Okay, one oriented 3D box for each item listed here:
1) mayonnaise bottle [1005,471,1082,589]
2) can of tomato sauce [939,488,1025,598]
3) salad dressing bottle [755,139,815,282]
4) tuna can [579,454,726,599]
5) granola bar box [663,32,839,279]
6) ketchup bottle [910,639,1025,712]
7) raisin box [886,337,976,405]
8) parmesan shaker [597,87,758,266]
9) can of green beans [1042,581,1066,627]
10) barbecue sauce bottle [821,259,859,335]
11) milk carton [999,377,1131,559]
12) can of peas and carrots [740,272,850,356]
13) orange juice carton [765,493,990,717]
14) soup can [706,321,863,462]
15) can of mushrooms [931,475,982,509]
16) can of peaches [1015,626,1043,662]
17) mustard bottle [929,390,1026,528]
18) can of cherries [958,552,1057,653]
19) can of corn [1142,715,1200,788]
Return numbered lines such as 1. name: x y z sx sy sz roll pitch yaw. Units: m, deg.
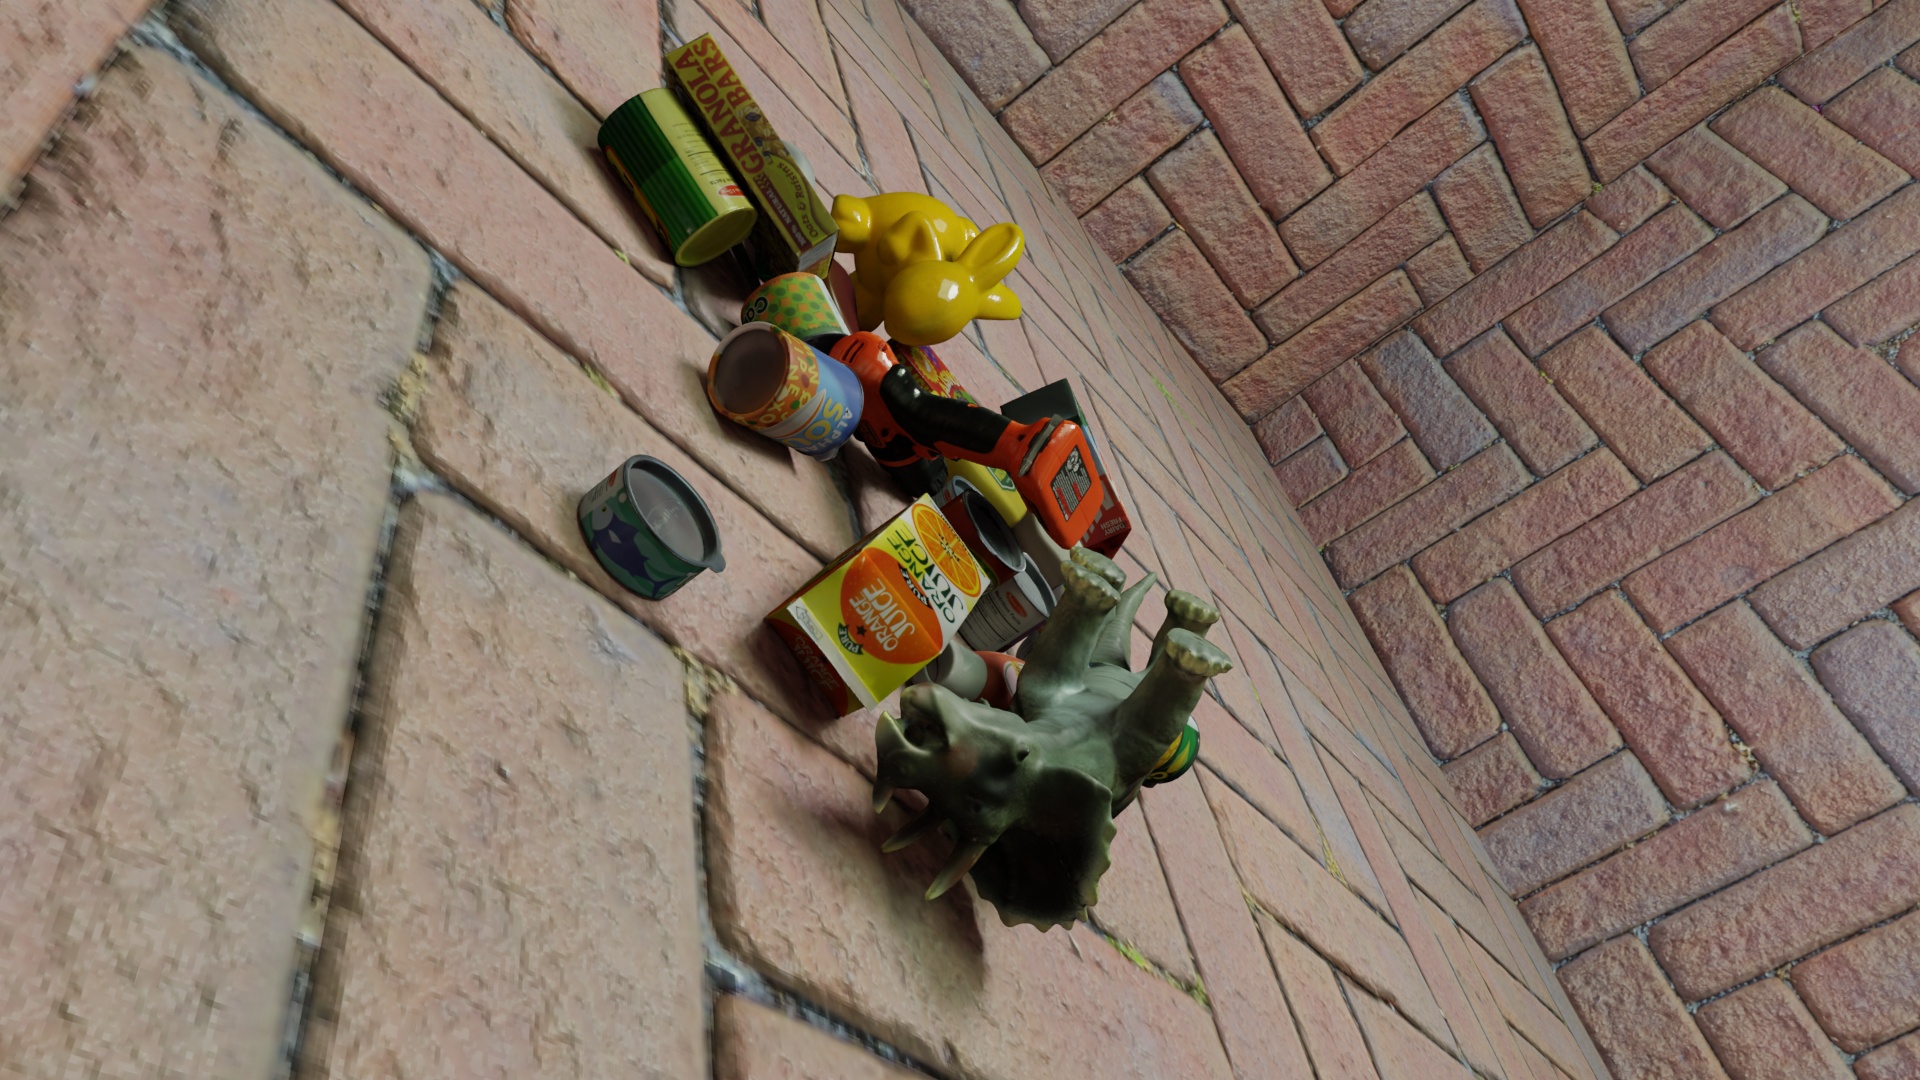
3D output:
1. mayonnaise bottle: 0.068 -0.016 1.204 0.041 0.064 0.148 -14 73 -26
2. can of tomato sauce: -0.009 0.016 0.926 0.071 0.083 0.071 48 18 -22
3. salad dressing bottle: -0.149 -0.267 1.130 0.044 0.064 0.148 53 22 -45
4. tuna can: -0.150 -0.004 0.679 0.071 0.032 0.071 48 19 -22
5. granola bar box: -0.151 -0.266 1.006 0.165 0.039 0.124 56 -11 -1
6. ketchup bottle: 0.022 0.102 0.916 0.148 0.043 0.065 33 39 -49
7. raisin box: -0.025 -0.124 1.220 0.123 0.040 0.086 50 19 -13
8. parmesan shaker: -0.195 -0.250 0.960 0.103 0.071 0.071 56 17 4
9. can of green beans: 0.101 0.074 1.138 0.071 0.071 0.058 45 20 -29
10. barbecue sauce bottle: -0.101 -0.160 1.076 0.149 0.043 0.064 -101 169 -51
11. milk carton: 0.111 -0.056 1.359 0.073 0.073 0.189 -100 164 -53
12. can of peas and carrots: -0.117 -0.145 0.978 0.071 0.071 0.059 22 36 -61
13. orange juice carton: -0.048 0.039 0.801 0.072 0.073 0.193 54 18 -4
14. soup can: -0.112 -0.094 0.892 0.084 0.071 0.071 23 36 -59
15. can of mushrooms: 0.004 -0.014 1.101 0.071 0.033 0.071 48 18 -21
16. can of peaches: 0.083 0.100 1.040 0.071 0.071 0.058 34 26 -49
17. mustard bottle: -0.008 -0.074 1.156 0.160 0.048 0.065 53 15 -7
18. can of cherries: 0.030 0.044 1.020 0.071 0.058 0.072 47 19 -21
19. can of corn: 0.149 0.158 1.118 0.058 0.071 0.071 37 25 -44
